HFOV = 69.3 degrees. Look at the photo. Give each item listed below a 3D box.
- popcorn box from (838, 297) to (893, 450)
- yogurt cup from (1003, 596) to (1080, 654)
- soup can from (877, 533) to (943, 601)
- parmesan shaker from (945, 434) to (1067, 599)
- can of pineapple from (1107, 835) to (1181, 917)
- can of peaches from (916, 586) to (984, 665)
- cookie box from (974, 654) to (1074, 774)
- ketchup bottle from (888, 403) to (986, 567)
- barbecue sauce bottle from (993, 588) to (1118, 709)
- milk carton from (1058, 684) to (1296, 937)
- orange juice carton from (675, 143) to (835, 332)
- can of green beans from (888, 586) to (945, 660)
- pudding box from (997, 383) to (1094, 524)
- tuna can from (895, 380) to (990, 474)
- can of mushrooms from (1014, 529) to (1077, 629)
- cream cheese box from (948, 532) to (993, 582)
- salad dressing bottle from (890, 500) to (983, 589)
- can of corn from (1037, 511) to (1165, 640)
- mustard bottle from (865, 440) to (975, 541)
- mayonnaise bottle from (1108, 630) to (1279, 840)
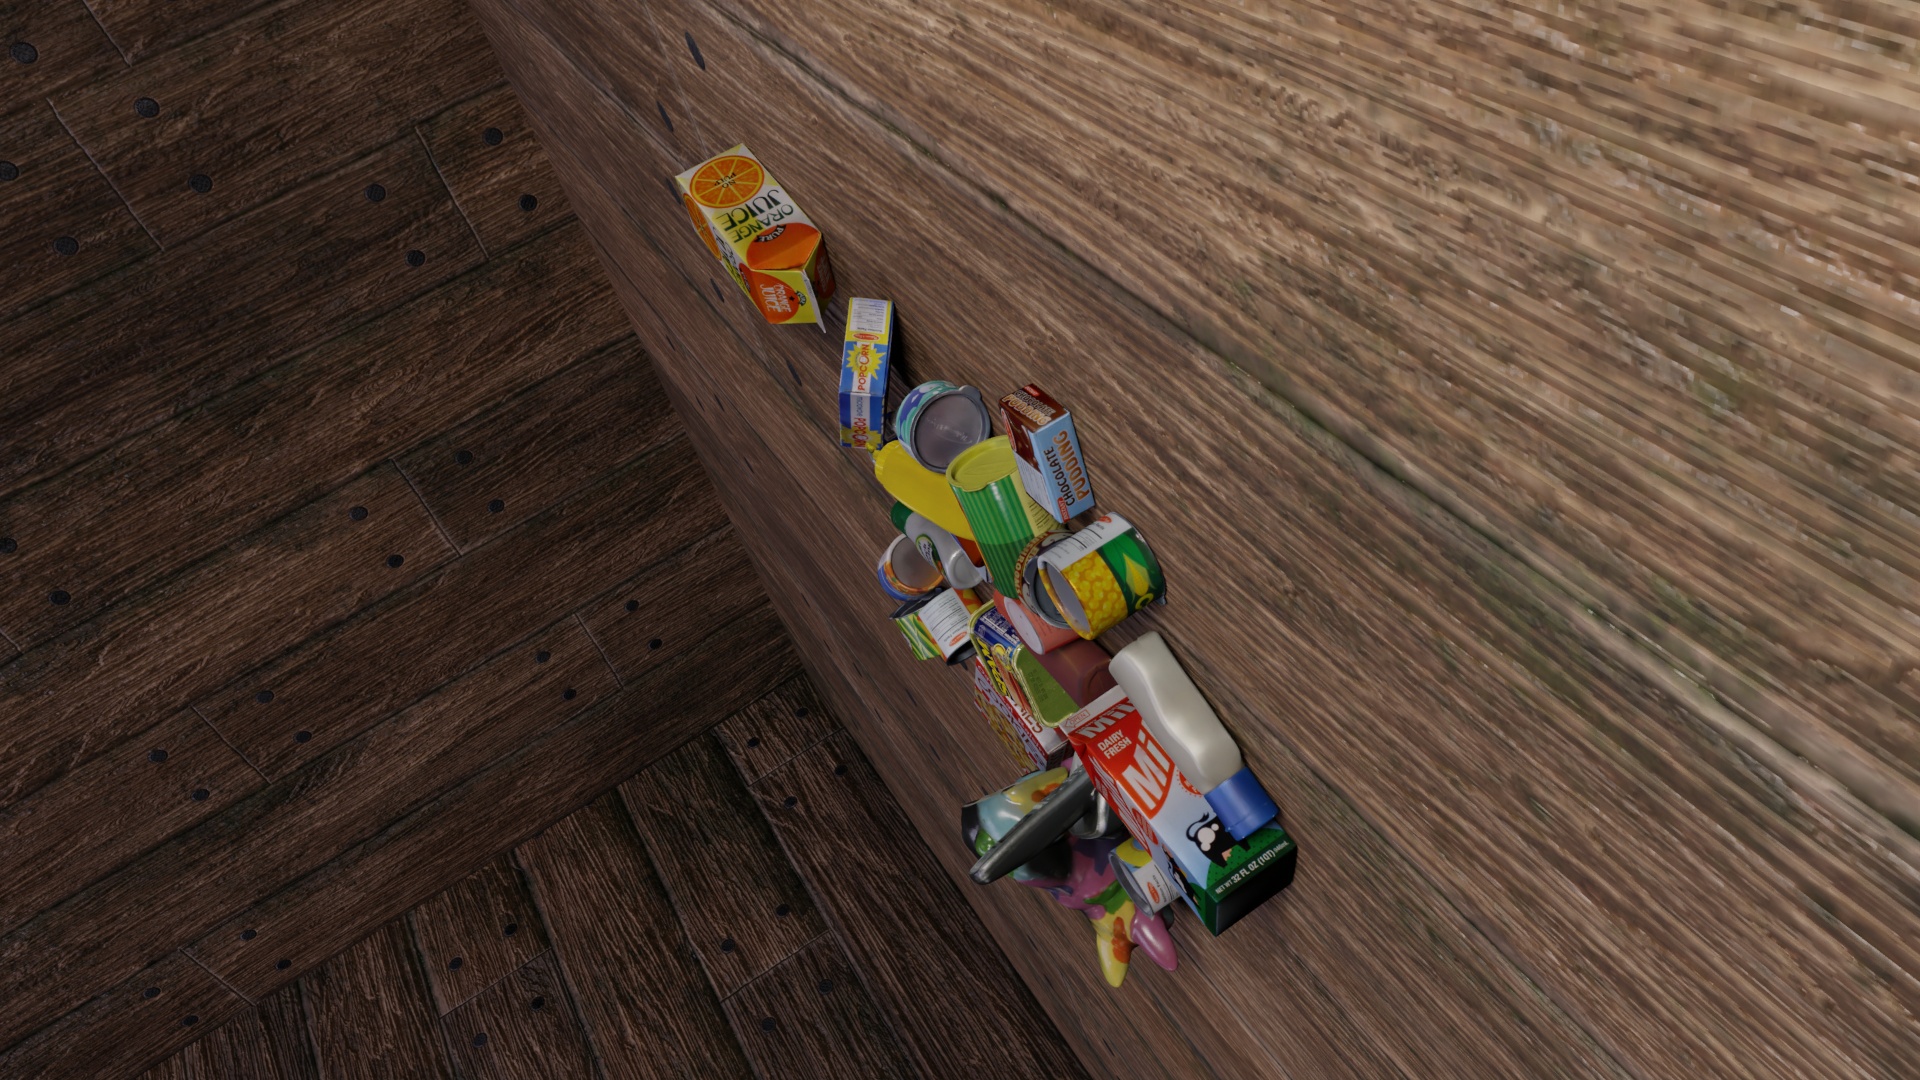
[{"bbox_3d":[-0.078,-0.137,1.157,0.126,0.038,0.085,103,171,-73],"label":"popcorn box"},{"bbox_3d":[0.070,0.052,1.076,0.072,0.054,0.072,54,167,19],"label":"yogurt cup"},{"bbox_3d":[-0.048,0.029,1.461,0.071,0.071,0.083,58,167,3],"label":"soup can"},{"bbox_3d":[0.037,-0.015,1.006,0.071,0.071,0.102,38,155,59],"label":"parmesan shaker"},{"bbox_3d":[0.171,0.287,1.223,0.071,0.058,0.070,55,167,20],"label":"can of pineapple"},{"bbox_3d":[-0.002,0.085,1.411,0.058,0.071,0.071,55,167,17],"label":"can of peaches"},{"bbox_3d":[0.065,0.181,1.428,0.123,0.040,0.166,52,166,19],"label":"cookie box"},{"bbox_3d":[-0.008,-0.051,1.164,0.149,0.044,0.064,57,162,10],"label":"ketchup bottle"},{"bbox_3d":[0.077,0.081,1.142,0.149,0.044,0.064,46,163,47],"label":"barbecue sauce bottle"},{"bbox_3d":[0.154,0.184,1.015,0.191,0.072,0.073,51,165,34],"label":"milk carton"},{"bbox_3d":[-0.174,-0.265,1.245,0.193,0.073,0.071,51,165,31],"label":"orange juice carton"},{"bbox_3d":[-0.034,0.093,1.553,0.057,0.071,0.071,61,167,-11],"label":"can of green beans"},{"bbox_3d":[0.058,-0.057,0.924,0.050,0.030,0.083,46,162,49],"label":"pudding box"},{"bbox_3d":[-0.013,-0.089,1.051,0.033,0.071,0.070,40,157,58],"label":"tuna can"},{"bbox_3d":[0.071,0.026,0.973,0.071,0.071,0.033,63,168,-18],"label":"can of mushrooms"},{"bbox_3d":[0.004,-0.016,1.244,0.104,0.024,0.053,53,167,25],"label":"cream cheese box"},{"bbox_3d":[-0.023,-0.002,1.338,0.148,0.044,0.064,40,159,56],"label":"salad dressing bottle"},{"bbox_3d":[0.093,0.026,0.913,0.071,0.058,0.071,55,167,19],"label":"can of corn"},{"bbox_3d":[-0.021,-0.046,1.105,0.160,0.065,0.048,28,114,39],"label":"mustard bottle"},{"bbox_3d":[0.160,0.134,0.952,0.148,0.041,0.064,55,168,14],"label":"mayonnaise bottle"}]
